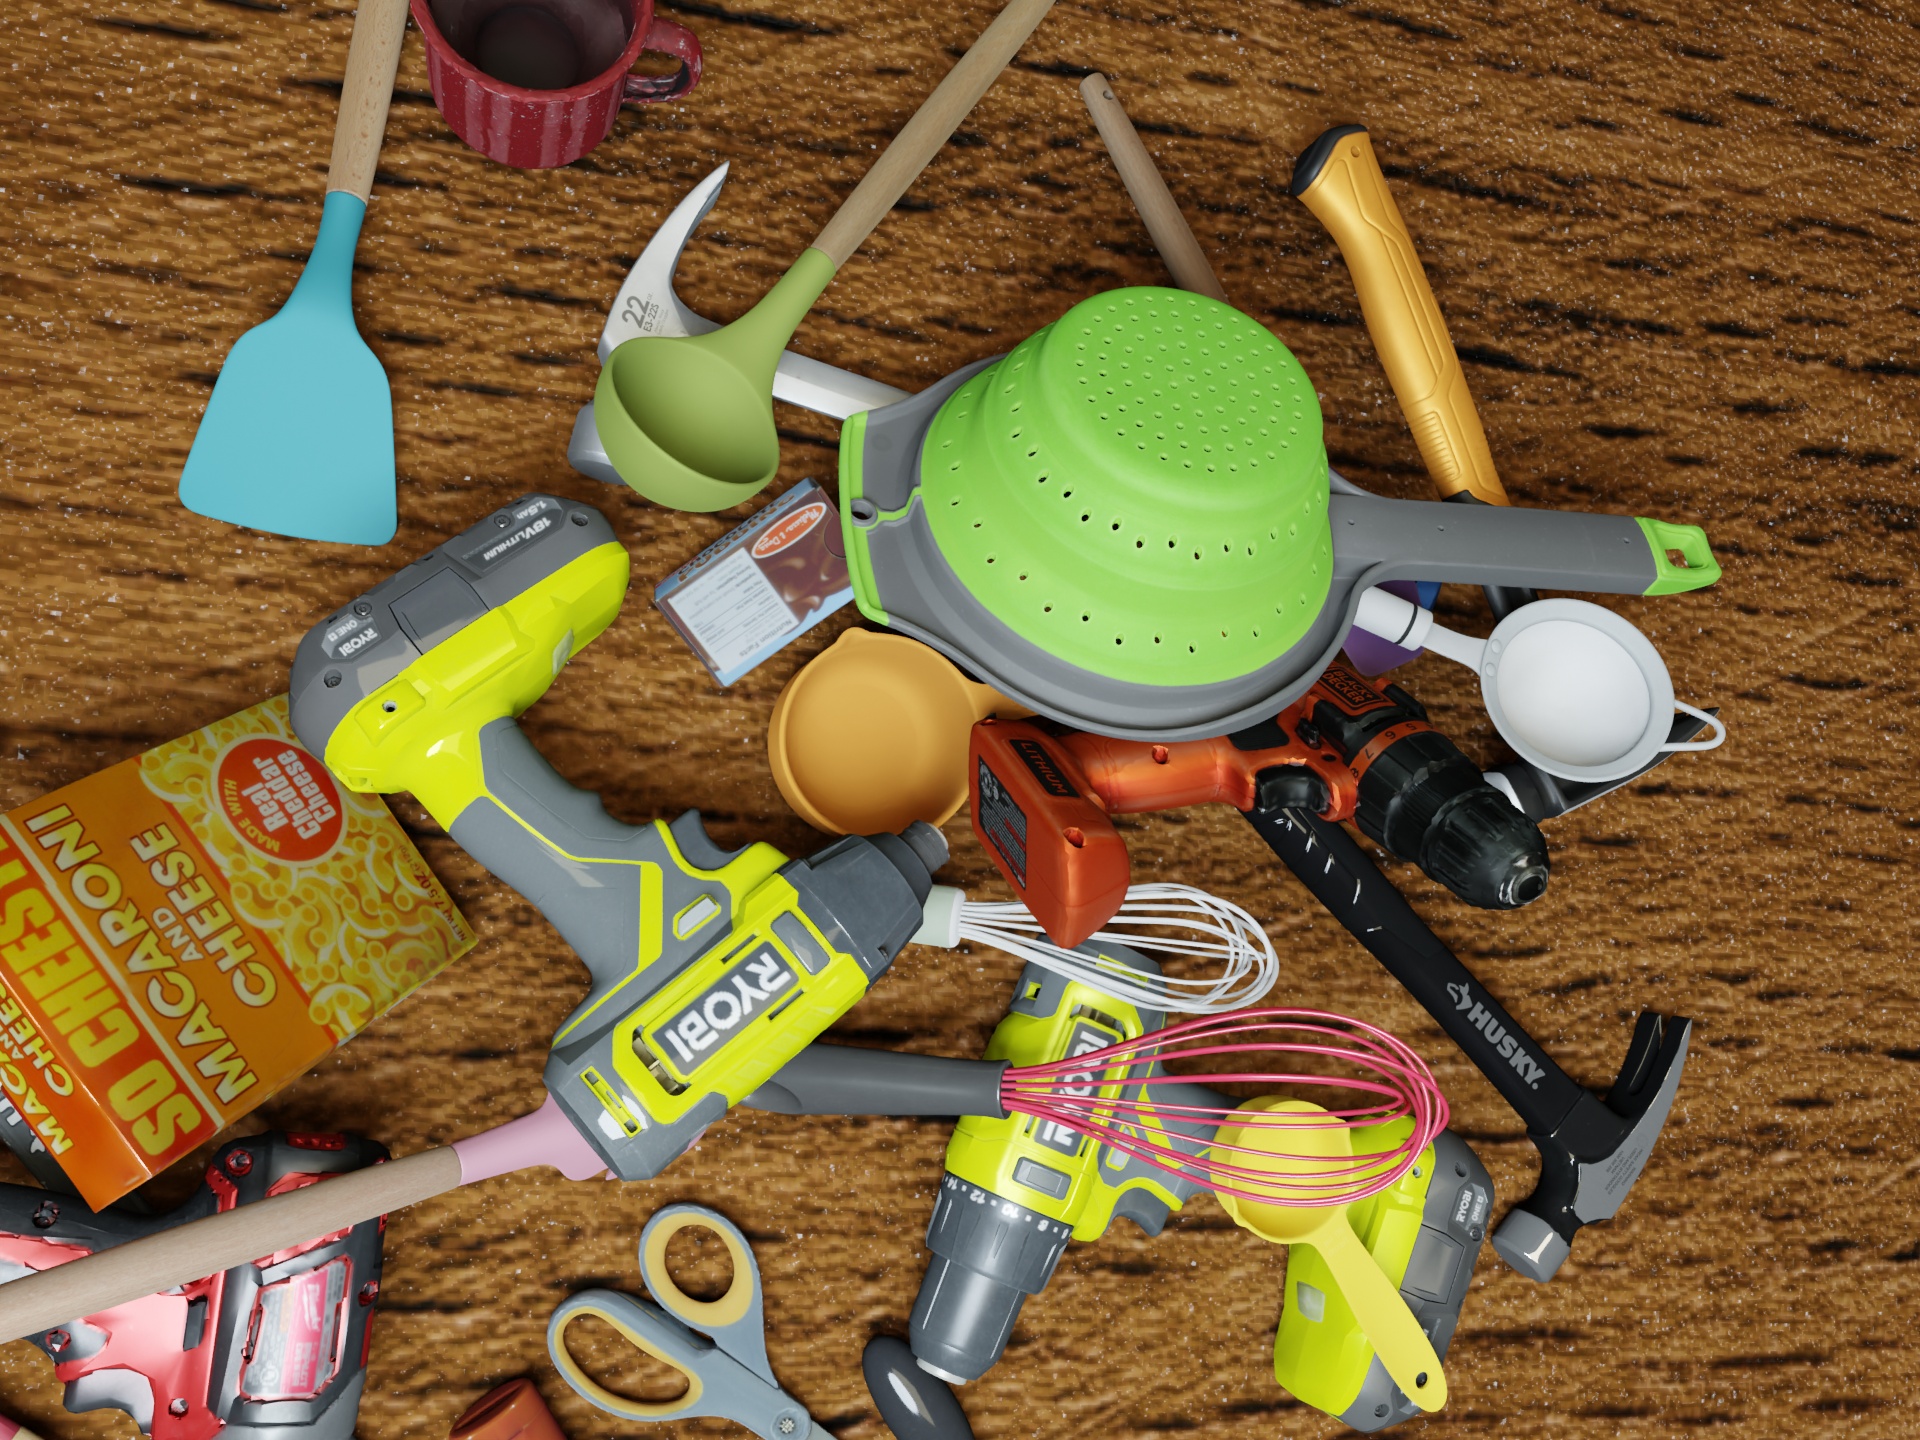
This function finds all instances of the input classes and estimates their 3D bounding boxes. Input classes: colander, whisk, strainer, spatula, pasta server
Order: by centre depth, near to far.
[{"bbox_3d":[-0.202,0.160,0.542,0.316,0.040,0.060,-8,87,-48],"label":"pasta server"},{"bbox_3d":[0.037,0.146,0.623,0.296,0.073,0.073,-1,84,18],"label":"whisk"},{"bbox_3d":[0.154,-0.098,0.644,0.397,0.094,0.205,2,57,-14],"label":"colander"},{"bbox_3d":[0.006,0.083,0.651,0.246,0.059,0.057,7,126,9],"label":"whisk"},{"bbox_3d":[-0.250,-0.233,0.656,0.082,0.044,0.318,9,78,-16],"label":"spatula"},{"bbox_3d":[0.044,0.378,0.675,0.070,0.070,0.284,-36,91,-17],"label":"whisk"},{"bbox_3d":[0.206,-0.038,0.699,0.258,0.050,0.087,24,68,-2],"label":"strainer"},{"bbox_3d":[0.132,-0.166,0.742,0.060,0.018,0.316,-23,82,-27],"label":"spatula"}]

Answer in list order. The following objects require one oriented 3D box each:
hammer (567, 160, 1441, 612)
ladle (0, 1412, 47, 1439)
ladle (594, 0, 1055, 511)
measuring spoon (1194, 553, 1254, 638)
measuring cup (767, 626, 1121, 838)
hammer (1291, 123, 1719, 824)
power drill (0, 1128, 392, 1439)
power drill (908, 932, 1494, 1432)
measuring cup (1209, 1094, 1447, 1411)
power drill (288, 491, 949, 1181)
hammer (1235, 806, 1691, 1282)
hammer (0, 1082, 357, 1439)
[{"bbox_3d":[0.040,-0.123,0.726,0.405,0.035,0.144,16,81,-15],"label":"hammer"},{"bbox_3d":[-0.326,0.278,0.579,0.069,0.031,0.315,-42,103,17],"label":"ladle"},{"bbox_3d":[-0.039,-0.215,0.662,0.078,0.062,0.320,39,73,-13],"label":"ladle"},{"bbox_3d":[0.119,-0.060,0.730,0.021,0.011,0.116,-14,127,12],"label":"measuring spoon"},{"bbox_3d":[-0.001,-0.002,0.695,0.173,0.052,0.095,-17,90,-20],"label":"measuring cup"},{"bbox_3d":[0.244,-0.123,0.753,0.127,0.034,0.337,-23,91,-18],"label":"hammer"},{"bbox_3d":[-0.310,0.208,0.528,0.219,0.078,0.143,8,81,-24],"label":"power drill"},{"bbox_3d":[0.099,0.218,0.693,0.228,0.080,0.190,25,77,-10],"label":"power drill"},{"bbox_3d":[0.155,0.222,0.659,0.062,0.029,0.156,-36,101,-16],"label":"measuring cup"},{"bbox_3d":[-0.125,0.032,0.599,0.171,0.080,0.223,-39,84,-23],"label":"power drill"},{"bbox_3d":[0.214,0.101,0.760,0.334,0.035,0.146,47,75,-8],"label":"hammer"},{"bbox_3d":[-0.314,0.193,0.589,0.149,0.036,0.409,-38,97,-15],"label":"hammer"}]
